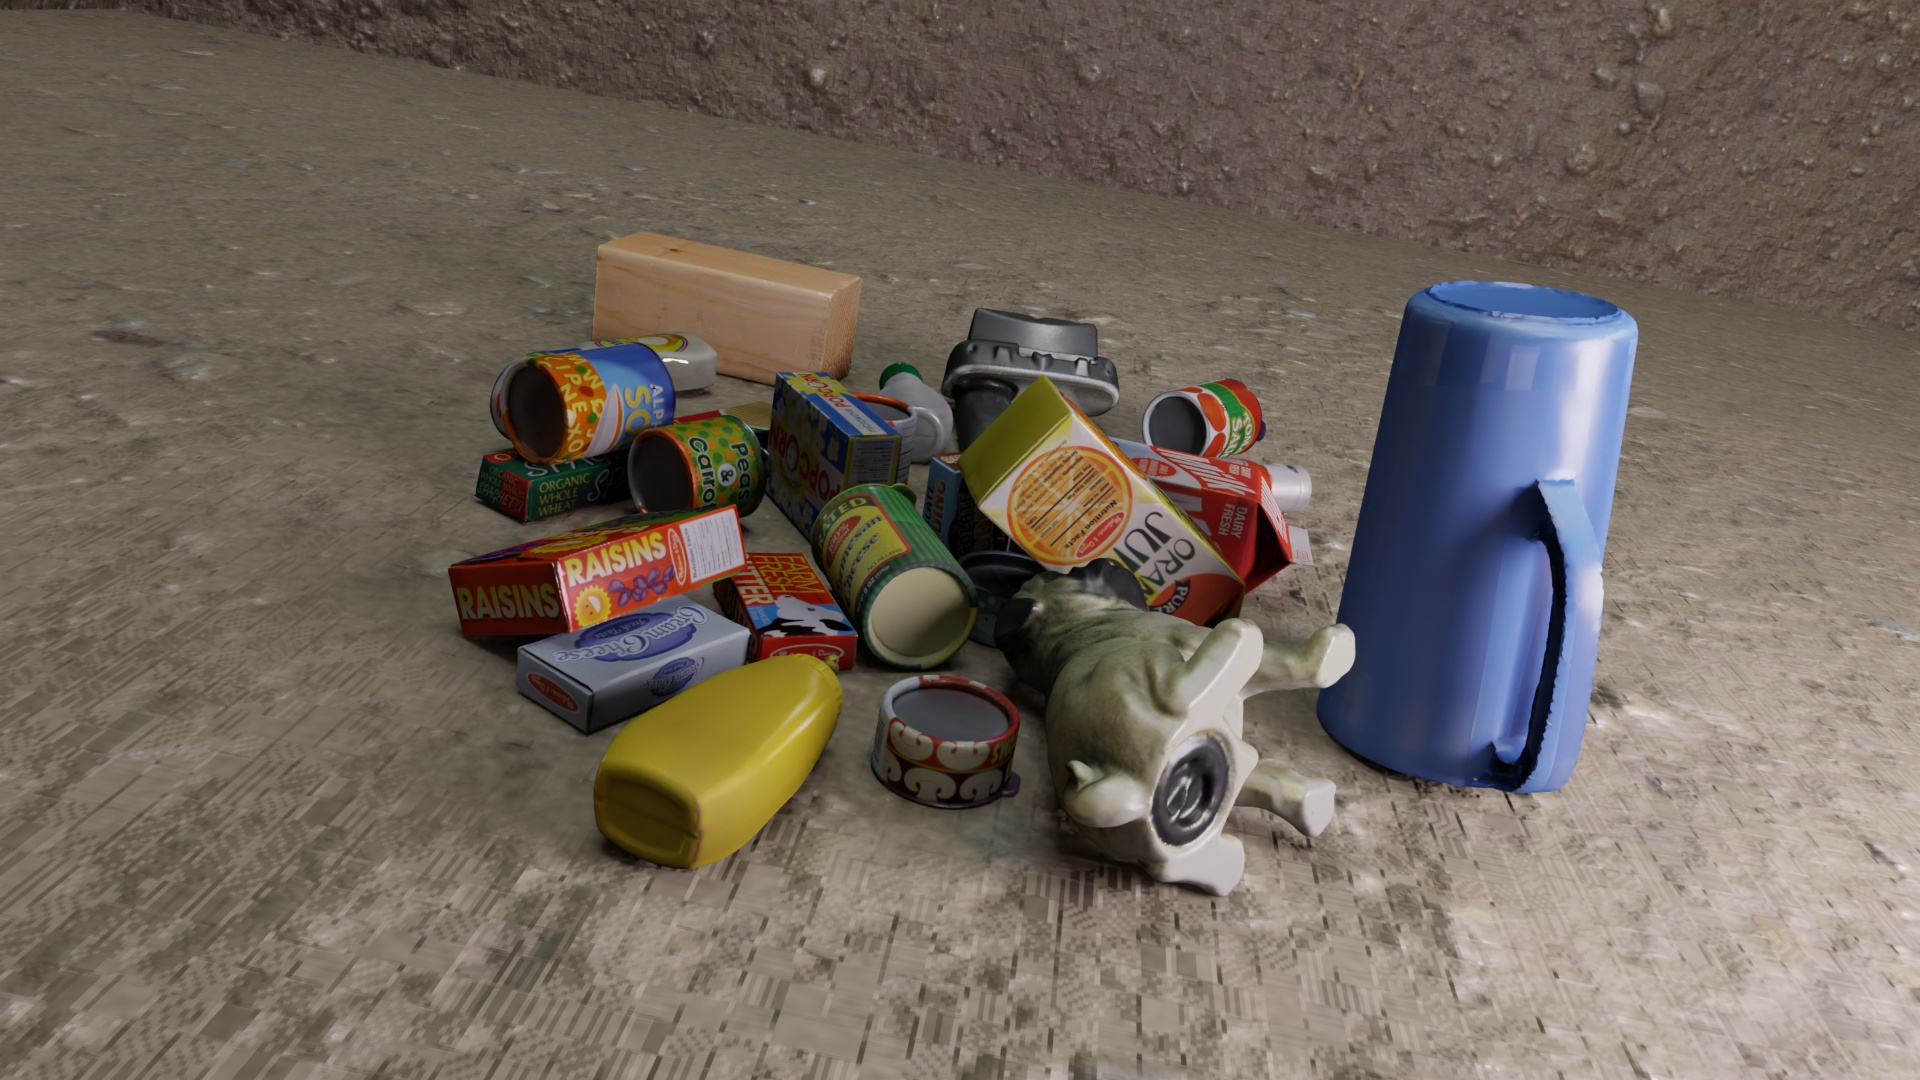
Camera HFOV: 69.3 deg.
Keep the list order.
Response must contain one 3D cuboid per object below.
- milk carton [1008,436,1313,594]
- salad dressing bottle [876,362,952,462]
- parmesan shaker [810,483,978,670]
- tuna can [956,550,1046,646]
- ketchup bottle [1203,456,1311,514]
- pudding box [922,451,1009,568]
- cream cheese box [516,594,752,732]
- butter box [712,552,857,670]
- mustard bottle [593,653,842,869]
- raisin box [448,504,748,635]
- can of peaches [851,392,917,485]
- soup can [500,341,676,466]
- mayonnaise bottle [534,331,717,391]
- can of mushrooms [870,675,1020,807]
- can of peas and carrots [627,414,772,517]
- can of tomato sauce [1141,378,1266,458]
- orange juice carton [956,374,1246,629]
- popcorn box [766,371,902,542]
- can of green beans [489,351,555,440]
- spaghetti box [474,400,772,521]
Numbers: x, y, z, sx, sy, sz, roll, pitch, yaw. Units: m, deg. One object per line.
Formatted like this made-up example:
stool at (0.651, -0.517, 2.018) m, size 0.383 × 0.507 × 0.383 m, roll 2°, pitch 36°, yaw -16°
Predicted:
milk carton at (0.135, -0.016, 0.913) m, size 0.191 × 0.073 × 0.072 m, roll 13°, pitch 22°, yaw 6°
salad dressing bottle at (-0.042, -0.106, 1.099) m, size 0.064 × 0.043 × 0.148 m, roll 4°, pitch 21°, yaw -8°
parmesan shaker at (-0.036, 0.016, 0.763) m, size 0.071 × 0.071 × 0.103 m, roll 1°, pitch 23°, yaw -22°
tuna can at (0.024, 0.034, 0.798) m, size 0.071 × 0.032 × 0.071 m, roll 9°, pitch 22°, yaw -3°
ketchup bottle at (0.190, -0.039, 1.033) m, size 0.149 × 0.043 × 0.065 m, roll 0°, pitch 23°, yaw -24°
pudding box at (0.003, -0.010, 0.829) m, size 0.050 × 0.083 × 0.030 m, roll -5°, pitch 26°, yaw -34°
cream cheese box at (-0.157, 0.057, 0.675) m, size 0.053 × 0.024 × 0.104 m, roll 24°, pitch 26°, yaw 30°
butter box at (-0.096, 0.037, 0.749) m, size 0.053 × 0.024 × 0.104 m, roll 0°, pitch 24°, yaw -24°
mustard bottle at (-0.090, 0.085, 0.604) m, size 0.065 × 0.048 × 0.161 m, roll 18°, pitch 23°, yaw 19°
raisin box at (-0.183, 0.014, 0.712) m, size 0.086 × 0.040 × 0.124 m, roll -3°, pitch 12°, yaw 36°
can of peaches at (-0.068, -0.067, 0.973) m, size 0.071 × 0.057 × 0.071 m, roll 9°, pitch 22°, yaw -4°
soup can at (-0.227, -0.083, 0.854) m, size 0.071 × 0.071 × 0.084 m, roll 23°, pitch 26°, yaw 31°
mayonnaise bottle at (-0.263, -0.134, 1.075) m, size 0.065 × 0.041 × 0.148 m, roll 28°, pitch 27°, yaw 34°
can of mushrooms at (-0.004, 0.092, 0.643) m, size 0.071 × 0.033 × 0.071 m, roll 8°, pitch 21°, yaw -3°
can of peas and carrots at (-0.161, -0.041, 0.856) m, size 0.071 × 0.070 × 0.059 m, roll 26°, pitch 28°, yaw 35°
can of tomato sauce at (0.201, -0.095, 1.146) m, size 0.071 × 0.071 × 0.083 m, roll 26°, pitch 28°, yaw 35°
orange juice carton at (0.092, 0.002, 0.788) m, size 0.192 × 0.073 × 0.072 m, roll 41°, pitch 11°, yaw -23°
popcorn box at (-0.084, -0.049, 0.884) m, size 0.038 × 0.085 × 0.127 m, roll -3°, pitch 25°, yaw -28°
can of green beans at (-0.268, -0.086, 0.923) m, size 0.058 × 0.071 × 0.071 m, roll 27°, pitch 27°, yaw 35°
spaghetti box at (-0.203, -0.057, 0.928) m, size 0.050 × 0.028 × 0.251 m, roll 24°, pitch 26°, yaw 30°
